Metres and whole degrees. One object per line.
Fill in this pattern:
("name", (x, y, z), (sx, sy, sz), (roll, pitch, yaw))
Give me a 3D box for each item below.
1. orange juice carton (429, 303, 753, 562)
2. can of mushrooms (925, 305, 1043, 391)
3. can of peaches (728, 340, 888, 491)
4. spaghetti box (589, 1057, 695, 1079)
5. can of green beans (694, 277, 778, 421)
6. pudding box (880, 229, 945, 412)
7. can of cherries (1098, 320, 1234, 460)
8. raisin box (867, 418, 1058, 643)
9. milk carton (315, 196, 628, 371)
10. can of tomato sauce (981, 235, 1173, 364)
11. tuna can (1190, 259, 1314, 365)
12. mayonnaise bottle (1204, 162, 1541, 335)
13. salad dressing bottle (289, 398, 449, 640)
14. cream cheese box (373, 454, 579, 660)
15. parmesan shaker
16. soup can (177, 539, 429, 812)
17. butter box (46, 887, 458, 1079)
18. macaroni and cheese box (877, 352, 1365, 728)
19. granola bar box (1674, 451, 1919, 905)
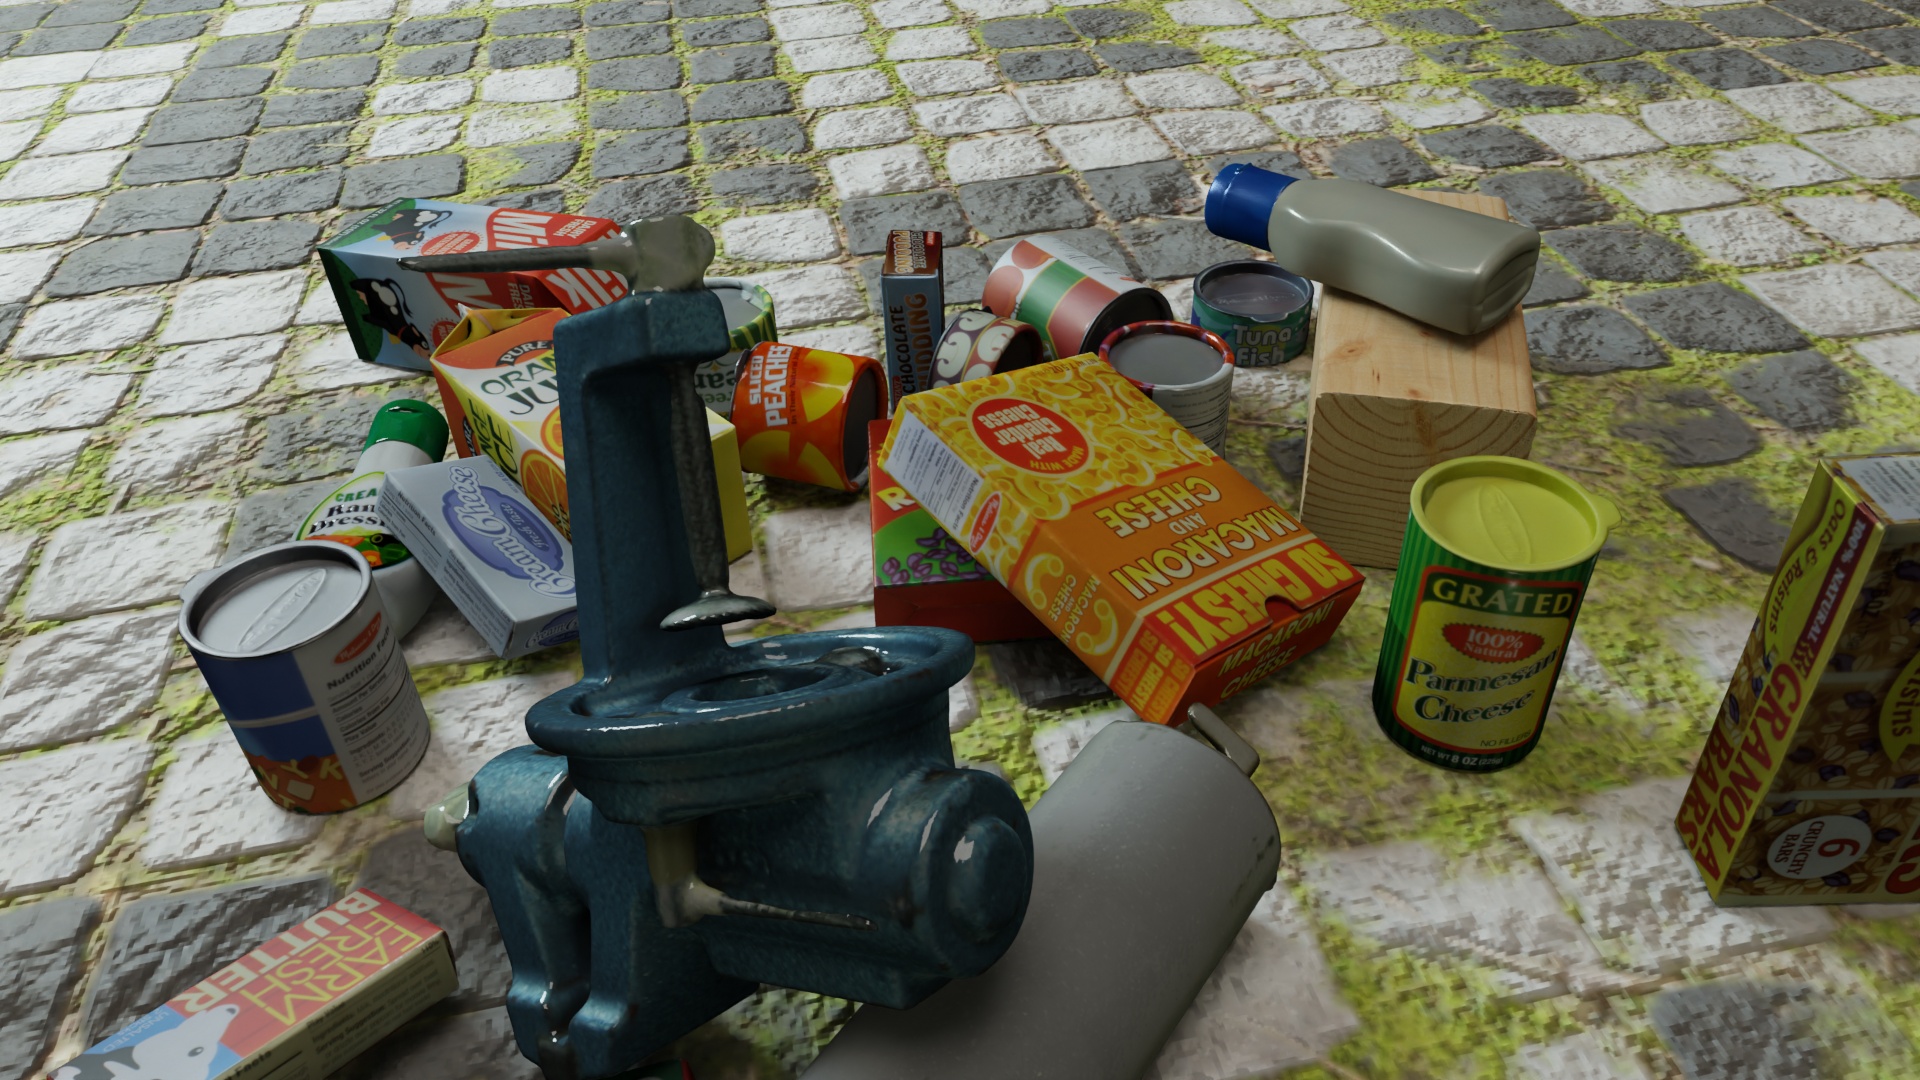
("orange juice carton", (-0.187, -0.050, 0.663), (0.073, 0.071, 0.193), (-31, 47, -32))
("can of mushrooms", (0.014, -0.083, 0.697), (0.033, 0.070, 0.071), (19, 43, 24))
("can of peaches", (-0.073, -0.061, 0.673), (0.058, 0.070, 0.071), (11, 40, 15))
("spaghetti box", (-0.193, 0.201, 0.383), (0.250, 0.028, 0.050), (-11, 38, -10))
("can of green beans", (-0.128, -0.098, 0.732), (0.071, 0.057, 0.071), (-2, 39, 1))
("pudding box", (-0.023, -0.114, 0.726), (0.030, 0.083, 0.050), (0, 38, 3))
("can of cherries", (0.097, -0.069, 0.683), (0.071, 0.058, 0.072), (-1, 39, 1))
("raisin box", (0.002, -0.008, 0.627), (0.086, 0.039, 0.124), (-4, 40, -2))
("milk carton", (-0.248, -0.135, 0.767), (0.190, 0.073, 0.073), (10, 40, 20))
("can of tomato sauce", (0.060, -0.117, 0.742), (0.071, 0.070, 0.083), (-26, 44, -27))
("tuna can", (0.162, -0.126, 0.771), (0.071, 0.032, 0.071), (-2, 38, 1))
("mayonnaise bottle", (0.182, -0.138, 0.636), (0.148, 0.041, 0.065), (29, 47, 36))
("salad dressing bottle", (-0.267, -0.011, 0.641), (0.064, 0.043, 0.148), (1, 38, -10))
("cream cheese box", (-0.201, 0.006, 0.600), (0.104, 0.024, 0.053), (42, 34, 23))
("parmesan shaker", (0.197, 0.029, 0.519), (0.071, 0.102, 0.072), (-2, 38, 2))
("soup can", (-0.249, 0.052, 0.530), (0.071, 0.083, 0.072), (-1, 38, 1))
("butter box", (-0.214, 0.150, 0.429), (0.053, 0.024, 0.104), (9, 26, 36))
("macaroni and cheese box", (0.066, -0.008, 0.572), (0.124, 0.040, 0.167), (-19, 53, -43))
("granola bar box", (0.316, 0.048, 0.440), (0.124, 0.164, 0.039), (-2, 37, 1))
